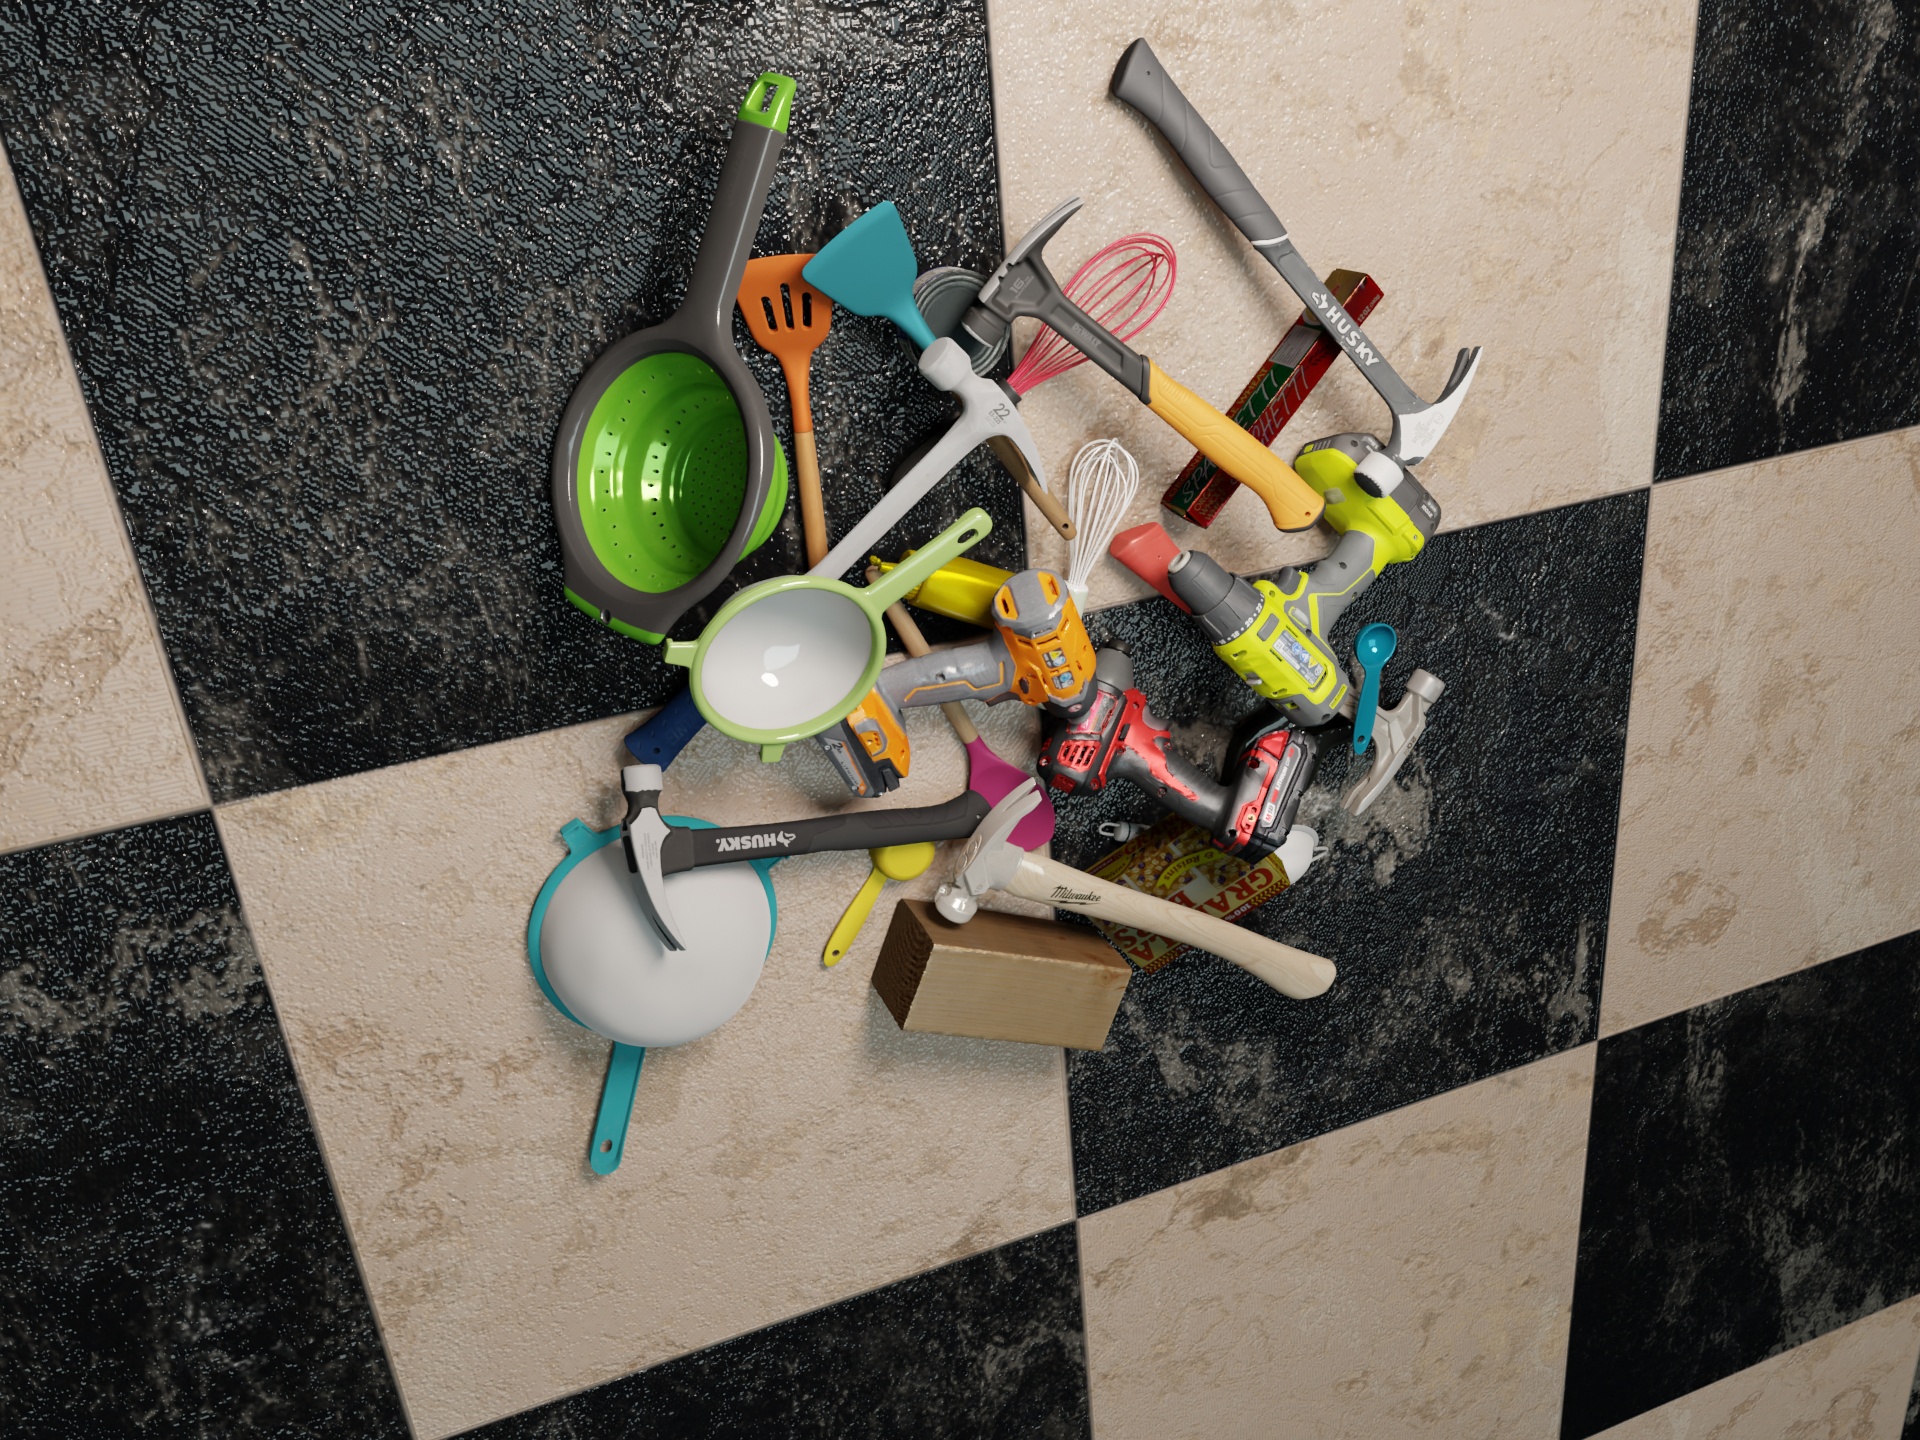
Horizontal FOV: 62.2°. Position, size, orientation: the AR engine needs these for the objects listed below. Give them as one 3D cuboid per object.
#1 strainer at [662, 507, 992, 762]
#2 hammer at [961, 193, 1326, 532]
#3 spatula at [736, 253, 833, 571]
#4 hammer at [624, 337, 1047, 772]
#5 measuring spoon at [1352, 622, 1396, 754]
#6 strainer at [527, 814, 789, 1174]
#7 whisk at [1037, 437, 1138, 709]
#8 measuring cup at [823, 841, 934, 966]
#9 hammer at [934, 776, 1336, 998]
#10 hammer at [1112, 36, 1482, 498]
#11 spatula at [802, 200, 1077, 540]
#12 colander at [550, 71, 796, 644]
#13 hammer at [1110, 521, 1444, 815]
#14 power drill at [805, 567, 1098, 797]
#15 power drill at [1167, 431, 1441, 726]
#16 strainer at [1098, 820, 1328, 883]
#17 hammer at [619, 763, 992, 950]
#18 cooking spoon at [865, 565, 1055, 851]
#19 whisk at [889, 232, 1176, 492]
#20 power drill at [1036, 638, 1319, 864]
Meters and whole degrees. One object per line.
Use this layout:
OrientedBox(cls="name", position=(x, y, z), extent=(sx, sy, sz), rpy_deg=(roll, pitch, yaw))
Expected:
OrientedBox(cls="strainer", position=(-0.093, -0.090, 1.185), extent=(0.256, 0.069, 0.151), rpy_deg=(-36, 135, 3))
OrientedBox(cls="hammer", position=(0.166, -0.258, 1.241), extent=(0.336, 0.034, 0.127), rpy_deg=(34, 109, -22))
OrientedBox(cls="spatula", position=(-0.120, -0.198, 1.231), extent=(0.081, 0.041, 0.322), rpy_deg=(-6, 116, -3))
OrientedBox(cls="hammer", position=(-0.105, -0.105, 1.237), extent=(0.405, 0.035, 0.144), rpy_deg=(-44, 123, 12))
OrientedBox(cls="measuring spoon", position=(0.364, -0.030, 1.438), extent=(0.042, 0.021, 0.128), rpy_deg=(-8, 117, -22))
OrientedBox(cls="strainer", position=(-0.260, 0.251, 1.329), extent=(0.211, 0.095, 0.340), rpy_deg=(8, 107, -25))
OrientedBox(cls="whisk", position=(0.099, -0.121, 1.352), extent=(0.058, 0.059, 0.246), rpy_deg=(18, 112, 12))
OrientedBox(cls="measuring cup", position=(-0.075, 0.156, 1.402), extent=(0.062, 0.029, 0.156), rpy_deg=(28, 96, -29))
OrientedBox(cls="hammer", position=(0.184, 0.171, 1.438), extent=(0.410, 0.038, 0.146), rpy_deg=(21, 118, -26))
OrientedBox(cls="hammer", position=(0.264, -0.373, 1.273), extent=(0.149, 0.036, 0.408), rpy_deg=(-47, 108, -5))
OrientedBox(cls="spatula", position=(0.002, -0.249, 1.215), extent=(0.082, 0.044, 0.317), rpy_deg=(-38, 119, 6))
OrientedBox(cls="colander", position=(-0.167, -0.250, 1.137), extent=(0.094, 0.205, 0.397), rpy_deg=(0, 113, -57))
OrientedBox(cls="hammer", position=(0.273, -0.058, 1.426), extent=(0.358, 0.037, 0.149), rpy_deg=(32, 94, -22))
OrientedBox(cls="power drill", position=(0.001, -0.020, 1.291), extent=(0.226, 0.084, 0.164), rpy_deg=(-22, 139, 7))
OrientedBox(cls="power drill", position=(0.293, -0.135, 1.364), extent=(0.190, 0.080, 0.228), rpy_deg=(42, 74, -18))
OrientedBox(cls="strainer", position=(0.247, 0.124, 1.515), extent=(0.258, 0.050, 0.086), rpy_deg=(11, 132, -20))
OrientedBox(cls="hammer", position=(-0.114, 0.100, 1.314), extent=(0.334, 0.035, 0.146), rpy_deg=(-4, 84, -32))
OrientedBox(cls="cooking spoon", position=(-0.002, -0.004, 1.372), extent=(0.069, 0.017, 0.318), rpy_deg=(-25, 120, 9))
OrientedBox(cls="whisk", position=(0.056, -0.276, 1.264), extent=(0.296, 0.073, 0.073), rpy_deg=(-41, 121, 5))
OrientedBox(cls="power drill", position=(0.189, 0.025, 1.385), extent=(0.219, 0.078, 0.143), rpy_deg=(23, 73, 1))
